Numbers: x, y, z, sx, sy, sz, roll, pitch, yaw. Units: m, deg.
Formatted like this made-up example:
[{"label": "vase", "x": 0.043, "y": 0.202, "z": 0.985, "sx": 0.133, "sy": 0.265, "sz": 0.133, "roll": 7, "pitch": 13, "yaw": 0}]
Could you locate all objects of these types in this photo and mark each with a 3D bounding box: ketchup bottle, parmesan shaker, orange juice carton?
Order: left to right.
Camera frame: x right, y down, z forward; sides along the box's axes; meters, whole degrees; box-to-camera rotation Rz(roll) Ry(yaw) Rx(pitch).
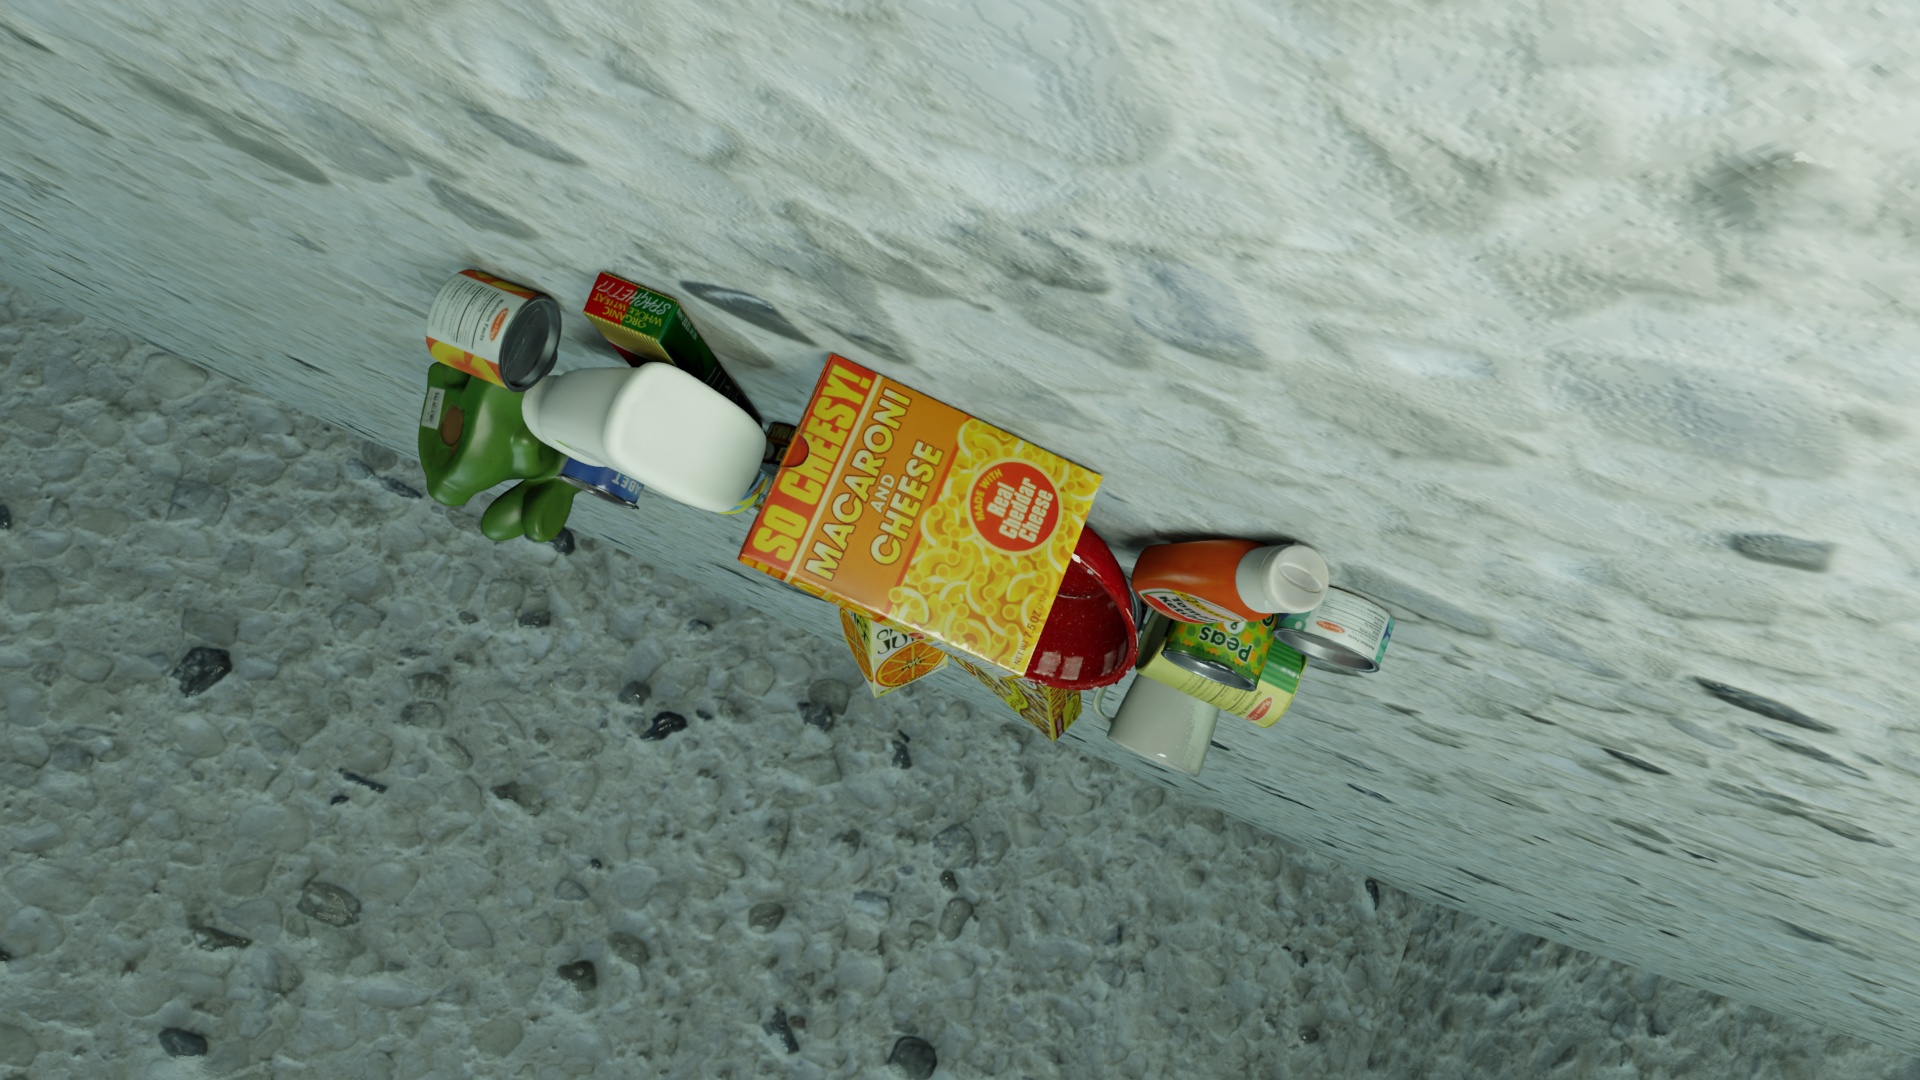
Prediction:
[{"label": "orange juice carton", "x": -0.055, "y": 0.043, "z": 1.126, "sx": 0.073, "sy": 0.072, "sz": 0.191, "roll": 59, "pitch": 162, "yaw": 29}, {"label": "parmesan shaker", "x": 0.187, "y": 0.083, "z": 1.000, "sx": 0.103, "sy": 0.071, "sz": 0.071, "roll": 25, "pitch": 170, "yaw": -6}, {"label": "ketchup bottle", "x": 0.156, "y": 0.023, "z": 0.798, "sx": 0.065, "sy": 0.043, "sz": 0.148, "roll": 25, "pitch": 170, "yaw": -15}]

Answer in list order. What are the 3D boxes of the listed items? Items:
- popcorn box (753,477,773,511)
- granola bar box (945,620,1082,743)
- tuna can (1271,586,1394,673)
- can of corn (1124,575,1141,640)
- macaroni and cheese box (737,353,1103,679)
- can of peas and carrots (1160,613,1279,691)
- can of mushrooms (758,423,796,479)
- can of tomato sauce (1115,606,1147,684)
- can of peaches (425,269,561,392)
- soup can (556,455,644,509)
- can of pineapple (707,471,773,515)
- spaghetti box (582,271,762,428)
[{"label": "popcorn box", "x": -0.130, "y": -0.036, "z": 1.144, "sx": 0.127, "sy": 0.038, "sz": 0.085, "roll": 16, "pitch": 168, "yaw": 33}, {"label": "granola bar box", "x": 0.034, "y": 0.082, "z": 1.063, "sx": 0.124, "sy": 0.039, "sz": 0.165, "roll": 38, "pitch": 166, "yaw": 19}, {"label": "tuna can", "x": 0.223, "y": 0.052, "z": 0.833, "sx": 0.071, "sy": 0.033, "sz": 0.071, "roll": 22, "pitch": 170, "yaw": 4}, {"label": "can of corn", "x": 0.097, "y": 0.056, "z": 1.038, "sx": 0.071, "sy": 0.071, "sz": 0.058, "roll": 24, "pitch": 171, "yaw": -7}, {"label": "macaroni and cheese box", "x": -0.021, "y": -0.013, "z": 0.765, "sx": 0.166, "sy": 0.124, "sz": 0.040, "roll": 24, "pitch": 167, "yaw": -7}, {"label": "can of peas and carrots", "x": 0.173, "y": 0.059, "z": 0.912, "sx": 0.071, "sy": 0.059, "sz": 0.071, "roll": 22, "pitch": 170, "yaw": 4}, {"label": "can of mushrooms", "x": -0.115, "y": -0.057, "z": 1.009, "sx": 0.071, "sy": 0.033, "sz": 0.071, "roll": 23, "pitch": 171, "yaw": 4}, {"label": "can of tomato sauce", "x": 0.099, "y": 0.071, "z": 1.113, "sx": 0.083, "sy": 0.071, "sz": 0.071, "roll": 22, "pitch": 170, "yaw": 7}, {"label": "can of peaches", "x": -0.302, "y": -0.136, "z": 0.904, "sx": 0.058, "sy": 0.071, "sz": 0.071, "roll": 21, "pitch": 170, "yaw": 11}, {"label": "soup can", "x": -0.276, "y": -0.075, "z": 1.127, "sx": 0.071, "sy": 0.084, "sz": 0.071, "roll": 22, "pitch": 170, "yaw": 4}, {"label": "can of pineapple", "x": -0.179, "y": -0.056, "z": 1.068, "sx": 0.071, "sy": 0.071, "sz": 0.058, "roll": 23, "pitch": 170, "yaw": -4}, {"label": "spaghetti box", "x": -0.177, "y": -0.106, "z": 0.896, "sx": 0.050, "sy": 0.029, "sz": 0.249, "roll": 22, "pitch": 170, "yaw": 8}]
